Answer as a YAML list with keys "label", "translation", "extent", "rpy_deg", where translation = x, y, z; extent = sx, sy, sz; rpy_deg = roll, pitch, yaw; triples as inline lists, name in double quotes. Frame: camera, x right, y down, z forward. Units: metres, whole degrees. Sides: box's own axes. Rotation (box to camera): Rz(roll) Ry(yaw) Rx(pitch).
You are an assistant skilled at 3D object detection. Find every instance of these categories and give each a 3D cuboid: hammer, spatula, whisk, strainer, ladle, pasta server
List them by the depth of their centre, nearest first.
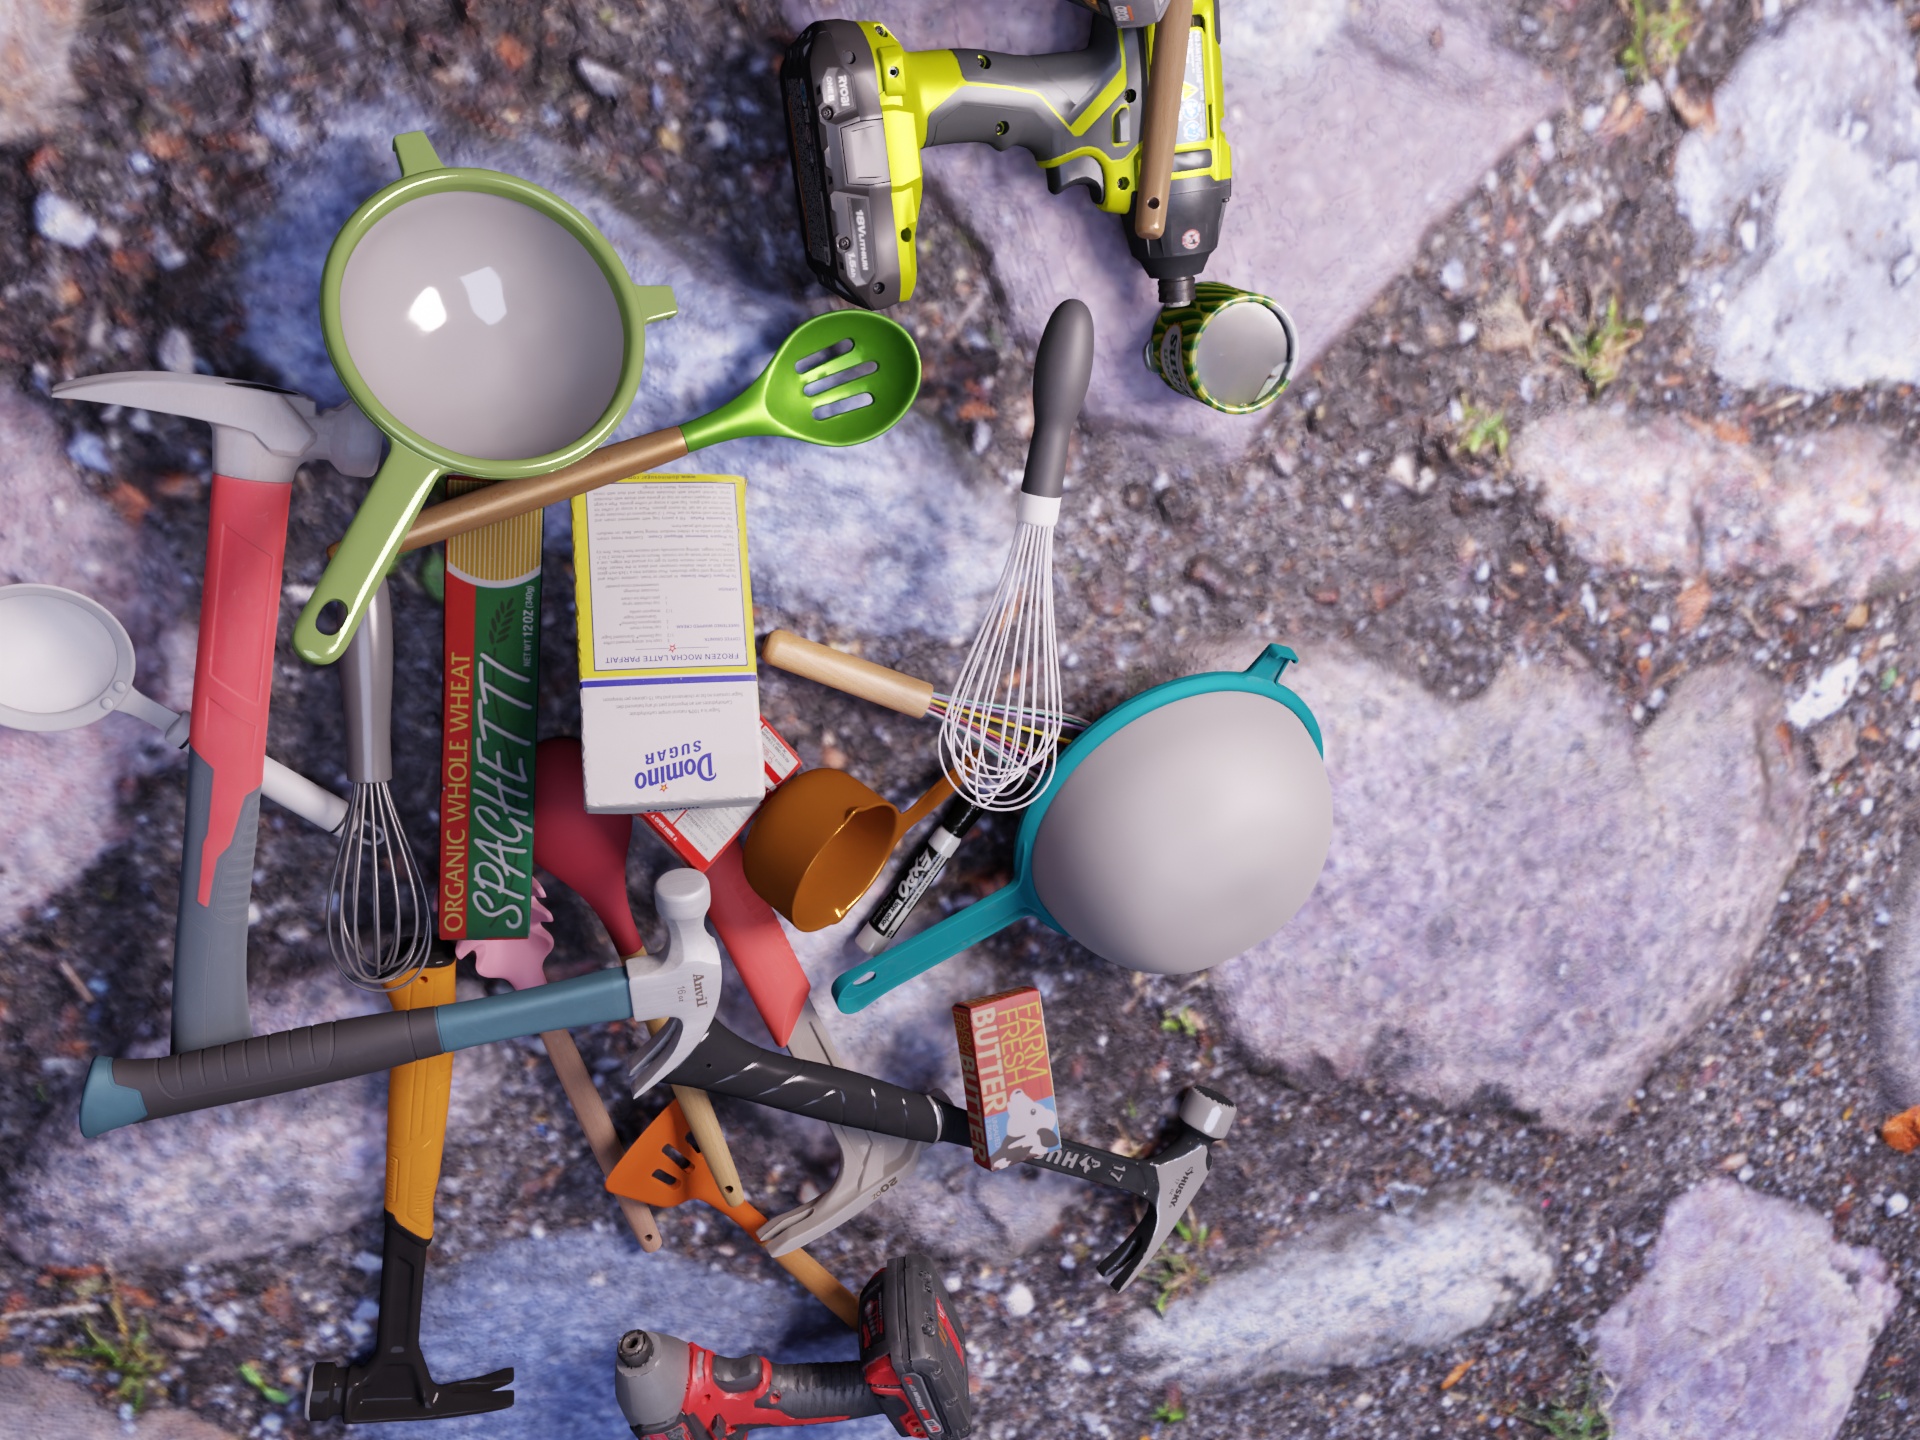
- label: "strainer"
  translation: [-0.255, -0.138, 0.764]
  extent: [0.151, 0.069, 0.256]
  rpy_deg: [29, 73, -22]
- label: "hammer"
  translation: [-0.389, 0.021, 0.805]
  extent: [0.143, 0.038, 0.386]
  rpy_deg: [4, 108, -28]
- label: "strainer"
  translation: [-0.413, 0.000, 0.829]
  extent: [0.087, 0.050, 0.258]
  rpy_deg: [-45, 121, 12]
- label: "hammer"
  translation: [-0.292, 0.167, 0.848]
  extent: [0.331, 0.033, 0.128]
  rpy_deg: [-10, 119, -13]
- label: "whisk"
  translation: [-0.314, 0.030, 0.852]
  extent: [0.055, 0.055, 0.239]
  rpy_deg: [-2, 100, -15]
- label: "whisk"
  translation: [0.036, -0.084, 0.864]
  extent: [0.070, 0.070, 0.284]
  rpy_deg: [4, 108, -17]
- label: "ladle"
  translation: [-0.186, 0.157, 0.936]
  extent: [0.069, 0.031, 0.315]
  rpy_deg: [-19, 108, -3]
- label: "whisk"
  translation: [-0.002, -0.002, 0.942]
  extent: [0.245, 0.047, 0.051]
  rpy_deg: [20, 103, -17]
- label: "strainer"
  translation: [0.088, 0.110, 0.944]
  extent: [0.340, 0.095, 0.210]
  rpy_deg: [-27, 134, -6]
- label: "hammer"
  translation: [-0.124, 0.154, 0.959]
  extent: [0.149, 0.037, 0.358]
  rpy_deg: [-31, 115, -17]
- label: "pasta server"
  translation: [-0.237, 0.208, 0.960]
  extent: [0.060, 0.040, 0.316]
  rpy_deg: [-22, 116, -12]
- label: "hammer"
  translation: [-0.326, 0.286, 0.968]
  extent: [0.127, 0.034, 0.336]
  rpy_deg: [4, 110, -16]
- label: "hammer"
  translation: [-0.005, 0.261, 1.007]
  extent: [0.408, 0.036, 0.149]
  rpy_deg: [23, 93, -29]
- label: "spatula"
  translation: [-0.111, 0.356, 1.051]
  extent: [0.081, 0.041, 0.322]
  rpy_deg: [-48, 119, -17]

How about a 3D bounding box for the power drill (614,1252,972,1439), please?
- label: "power drill"
  translation: [-0.112, 0.424, 1.033]
  extent: [0.219, 0.079, 0.143]
  rpy_deg: [-14, 127, 6]

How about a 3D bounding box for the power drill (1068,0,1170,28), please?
- label: "power drill"
  translation: [0.004, -0.407, 0.726]
  extent: [0.226, 0.084, 0.164]
  rpy_deg: [28, 103, 4]

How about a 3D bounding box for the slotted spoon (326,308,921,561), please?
- label: "slotted spoon"
  translation: [-0.167, -0.137, 0.812]
  extent: [0.313, 0.031, 0.070]
  rpy_deg: [-23, 106, -14]

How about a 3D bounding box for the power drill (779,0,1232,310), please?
- label: "power drill"
  translation: [0.031, -0.287, 0.817]
  extent: [0.223, 0.080, 0.171]
  rpy_deg: [-13, 113, -14]

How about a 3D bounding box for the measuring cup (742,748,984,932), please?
- label: "measuring cup"
  translation: [-0.056, 0.050, 0.926]
  extent: [0.173, 0.052, 0.095]
  rpy_deg: [-38, 151, -39]

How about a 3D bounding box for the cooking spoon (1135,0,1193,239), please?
- label: "cooking spoon"
  translation: [0.109, -0.392, 0.772]
  extent: [0.068, 0.017, 0.319]
  rpy_deg: [7, 88, -6]
